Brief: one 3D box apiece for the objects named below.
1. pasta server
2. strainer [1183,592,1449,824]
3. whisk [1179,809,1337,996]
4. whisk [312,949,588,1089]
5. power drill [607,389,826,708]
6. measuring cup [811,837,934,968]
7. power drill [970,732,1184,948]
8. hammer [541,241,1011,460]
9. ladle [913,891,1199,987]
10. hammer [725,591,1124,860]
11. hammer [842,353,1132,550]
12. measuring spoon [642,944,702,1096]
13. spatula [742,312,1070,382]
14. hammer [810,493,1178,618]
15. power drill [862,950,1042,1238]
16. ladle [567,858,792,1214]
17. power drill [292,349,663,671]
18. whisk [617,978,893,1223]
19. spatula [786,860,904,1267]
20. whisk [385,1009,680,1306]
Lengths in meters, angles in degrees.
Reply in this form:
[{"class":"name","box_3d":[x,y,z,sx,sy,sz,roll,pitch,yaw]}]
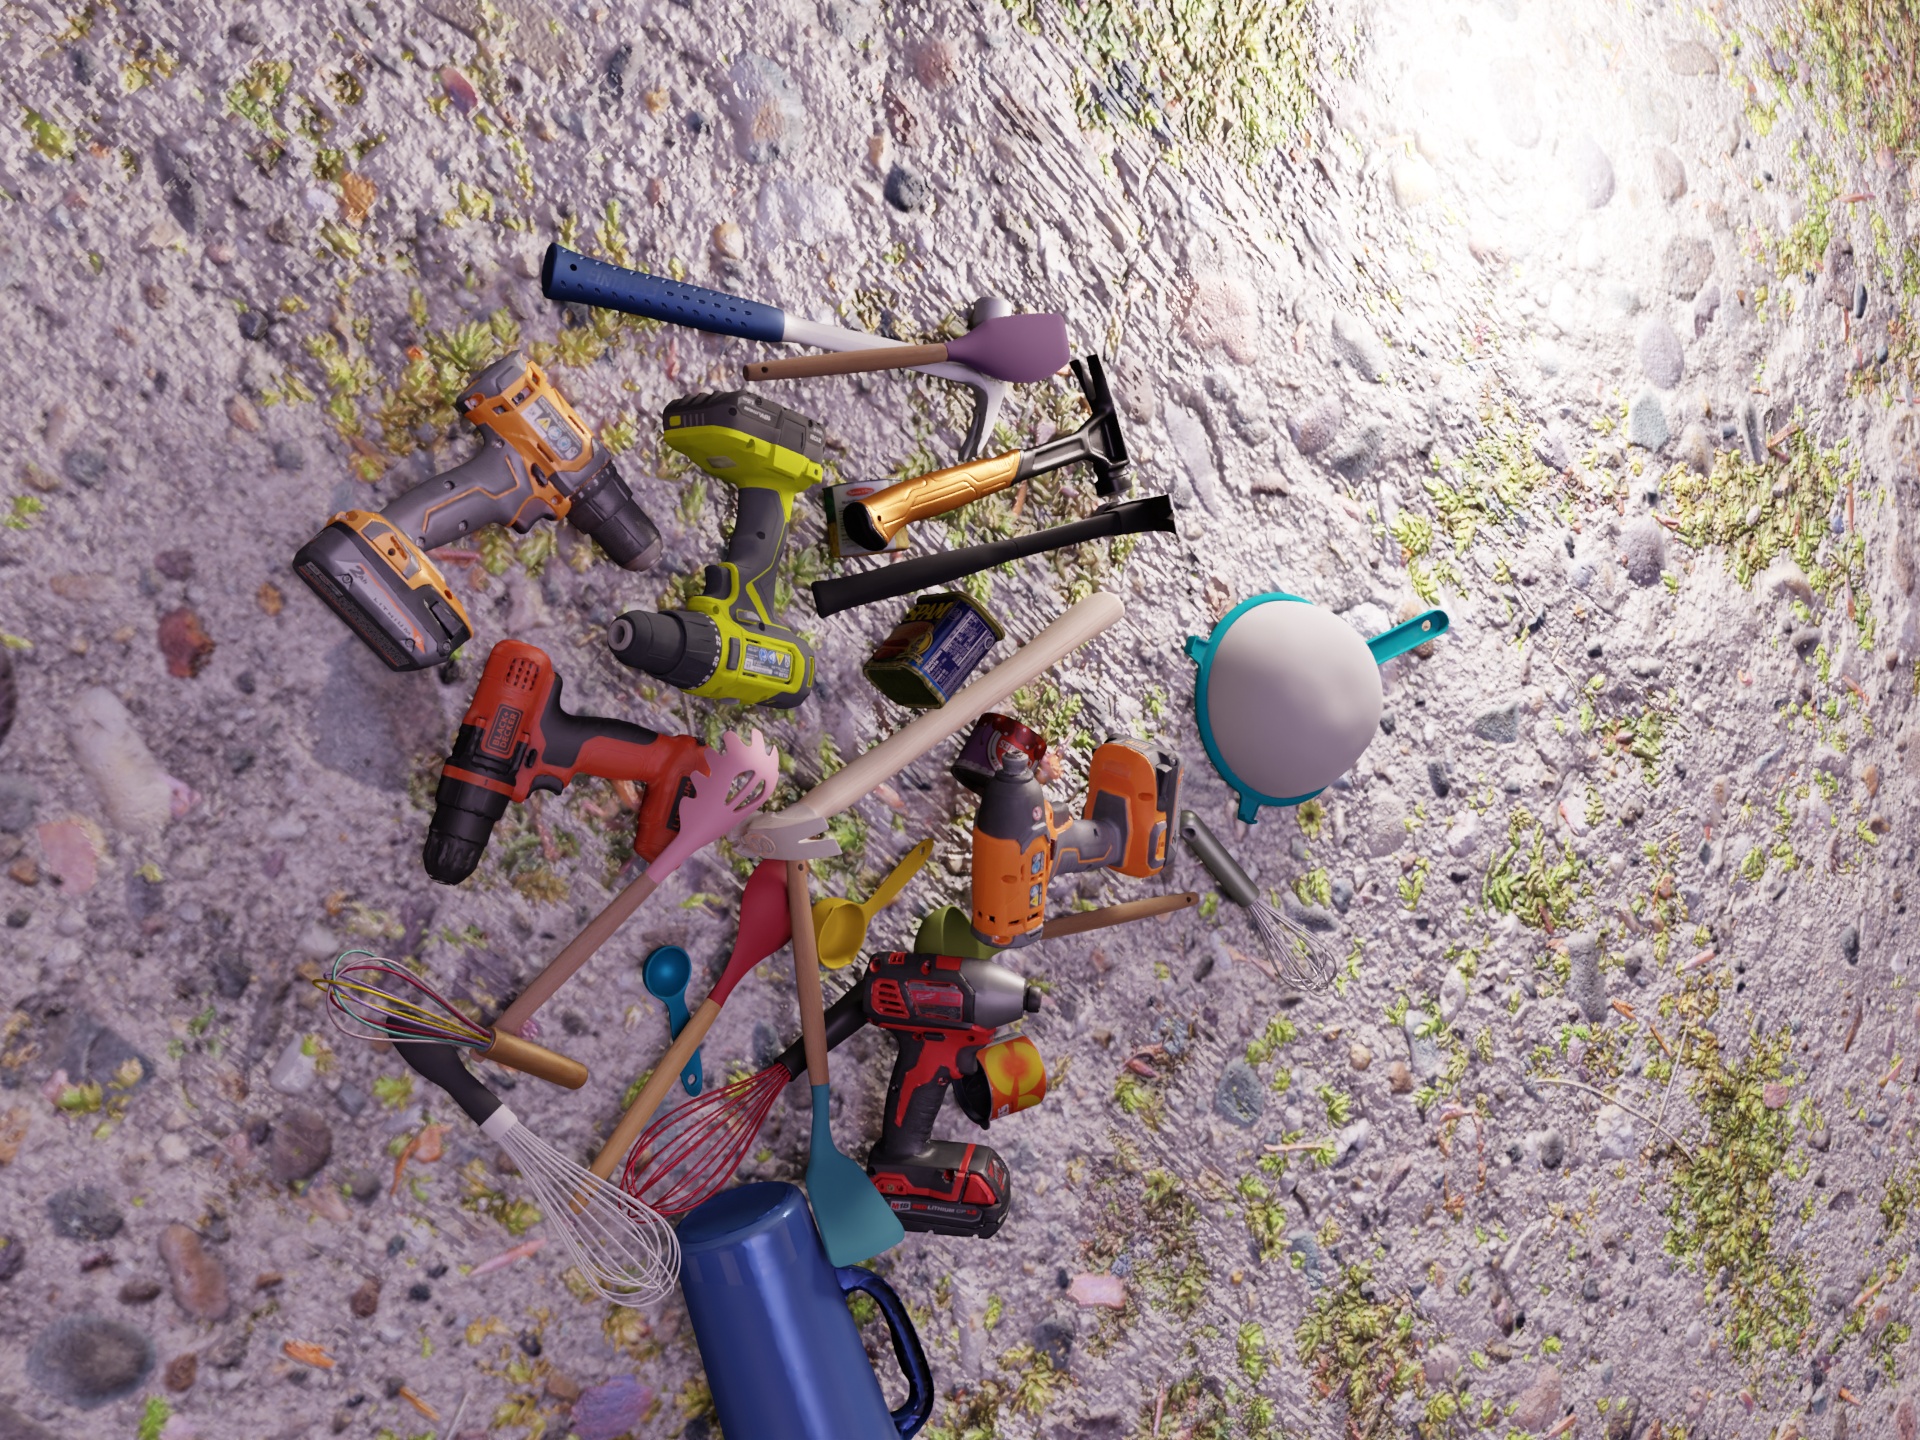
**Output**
[{"class":"pasta server","box_3d":[-0.249,0.132,1.177,0.316,0.040,0.060,-46,121,-1]},{"class":"strainer","box_3d":[0.387,-0.045,1.561,0.340,0.095,0.211,-24,101,-27]},{"class":"whisk","box_3d":[0.283,0.176,1.529,0.246,0.058,0.059,49,33,-17]},{"class":"whisk","box_3d":[-0.352,0.217,1.117,0.244,0.047,0.051,41,25,-48]},{"class":"power drill","box_3d":[-0.182,-0.129,1.213,0.190,0.080,0.228,13,80,-55]},{"class":"measuring cup","box_3d":[-0.077,0.145,1.329,0.156,0.029,0.062,-44,134,-37]},{"class":"power drill","box_3d":[0.096,0.083,1.349,0.226,0.084,0.164,-20,119,-45]},{"class":"hammer","box_3d":[-0.136,-0.313,1.295,0.405,0.035,0.144,6,86,-30]},{"class":"ladle","box_3d":[0.096,0.183,1.410,0.320,0.062,0.078,-7,84,-33]},{"class":"hammer","box_3d":[-0.002,-0.004,1.319,0.410,0.146,0.038,-35,106,-31]},{"class":"hammer","box_3d":[0.026,-0.216,1.342,0.337,0.034,0.127,-27,107,-42]},{"class":"measuring spoon","box_3d":[-0.225,0.236,1.247,0.042,0.021,0.128,-23,110,-41]},{"class":"spatula","box_3d":[-0.036,-0.301,1.322,0.316,0.018,0.060,-13,95,-31]},{"class":"hammer","box_3d":[0.030,-0.141,1.347,0.334,0.146,0.035,-17,100,-21]},{"class":"power drill","box_3d":[-0.008,0.297,1.285,0.143,0.078,0.219,3,99,8]},{"class":"ladle","box_3d":[-0.207,0.240,1.232,0.069,0.031,0.315,50,62,-37]},{"class":"power drill","box_3d":[-0.337,-0.132,1.153,0.185,0.084,0.226,50,62,-22]},{"class":"whisk","box_3d":[-0.155,0.290,1.262,0.296,0.073,0.073,-37,107,-32]},{"class":"spatula","box_3d":[-0.104,0.258,1.246,0.082,0.044,0.317,-4,85,-48]},{"class":"whisk","box_3d":[-0.309,0.312,1.141,0.284,0.070,0.070,45,67,-1]}]
